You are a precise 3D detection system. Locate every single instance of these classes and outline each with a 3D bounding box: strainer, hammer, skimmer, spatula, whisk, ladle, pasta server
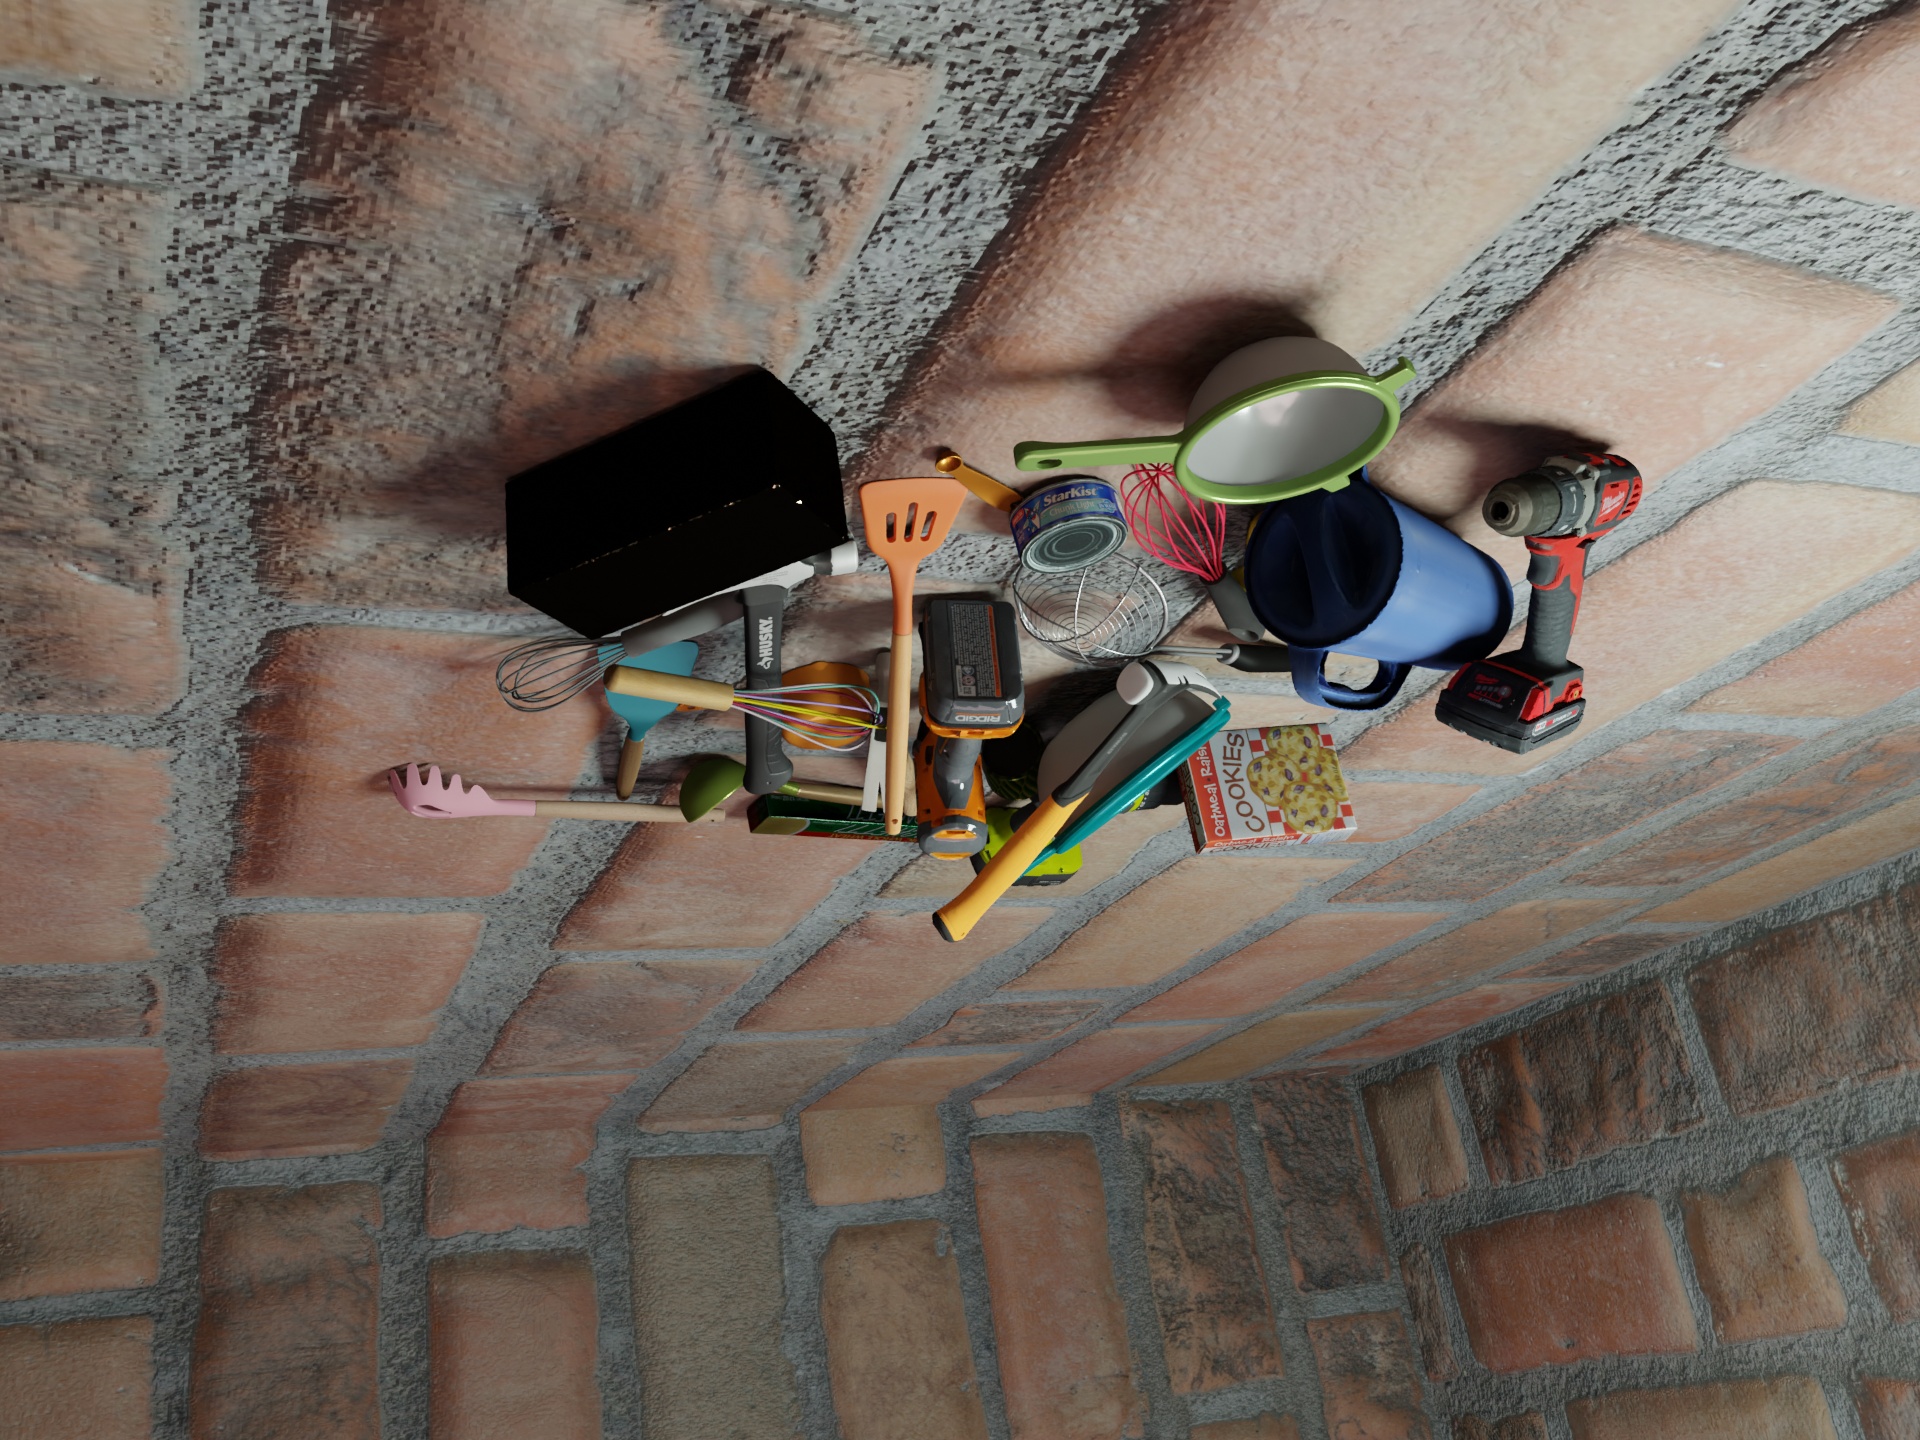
[{"bbox_3d":[0.095,0.066,1.500,0.340,0.095,0.211,-36,171,-4],"label":"strainer"},{"bbox_3d":[-0.058,0.045,1.511,0.031,0.130,0.331,6,166,4],"label":"hammer"},{"bbox_3d":[0.192,-0.089,1.378,0.127,0.090,0.363,-22,164,40],"label":"skimmer"},{"bbox_3d":[-0.293,0.010,1.432,0.082,0.044,0.317,-2,160,-17],"label":"spatula"},{"bbox_3d":[-0.159,-0.015,1.230,0.244,0.047,0.051,10,122,-36],"label":"whisk"},{"bbox_3d":[-0.261,-0.063,1.252,0.239,0.055,0.055,-20,155,11],"label":"whisk"},{"bbox_3d":[0.087,0.076,1.382,0.127,0.034,0.336,1,135,-53],"label":"hammer"},{"bbox_3d":[-0.145,0.083,1.612,0.320,0.062,0.078,10,150,-43],"label":"ladle"},{"bbox_3d":[-0.164,-0.032,1.277,0.146,0.035,0.334,-11,150,-14],"label":"hammer"},{"bbox_3d":[0.192,-0.123,1.237,0.073,0.073,0.295,-18,153,18],"label":"whisk"},{"bbox_3d":[-0.045,-0.043,1.232,0.081,0.041,0.322,-4,120,-13],"label":"spatula"},{"bbox_3d":[-0.379,0.077,1.516,0.316,0.040,0.060,4,153,-25],"label":"pasta server"},{"bbox_3d":[0.158,-0.204,1.052,0.256,0.069,0.151,-5,159,-7],"label":"strainer"}]

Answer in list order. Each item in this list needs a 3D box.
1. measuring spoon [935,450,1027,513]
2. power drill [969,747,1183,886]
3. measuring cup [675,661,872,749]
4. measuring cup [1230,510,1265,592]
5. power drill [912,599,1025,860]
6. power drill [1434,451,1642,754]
[{"bbox_3d":[0.017,-0.172,1.150,0.021,0.011,0.116,-27,155,25],"label":"measuring spoon"},{"bbox_3d":[0.126,0.102,1.731,0.190,0.080,0.228,5,150,-28],"label":"power drill"},{"bbox_3d":[-0.163,-0.003,1.406,0.173,0.052,0.095,-8,157,-8],"label":"measuring cup"},{"bbox_3d":[0.247,-0.126,1.309,0.062,0.029,0.156,-10,159,2],"label":"measuring cup"},{"bbox_3d":[-0.002,-0.004,1.367,0.084,0.164,0.226,1,144,-8],"label":"power drill"},{"bbox_3d":[0.438,-0.093,1.223,0.188,0.080,0.226,-15,122,-43],"label":"power drill"}]
